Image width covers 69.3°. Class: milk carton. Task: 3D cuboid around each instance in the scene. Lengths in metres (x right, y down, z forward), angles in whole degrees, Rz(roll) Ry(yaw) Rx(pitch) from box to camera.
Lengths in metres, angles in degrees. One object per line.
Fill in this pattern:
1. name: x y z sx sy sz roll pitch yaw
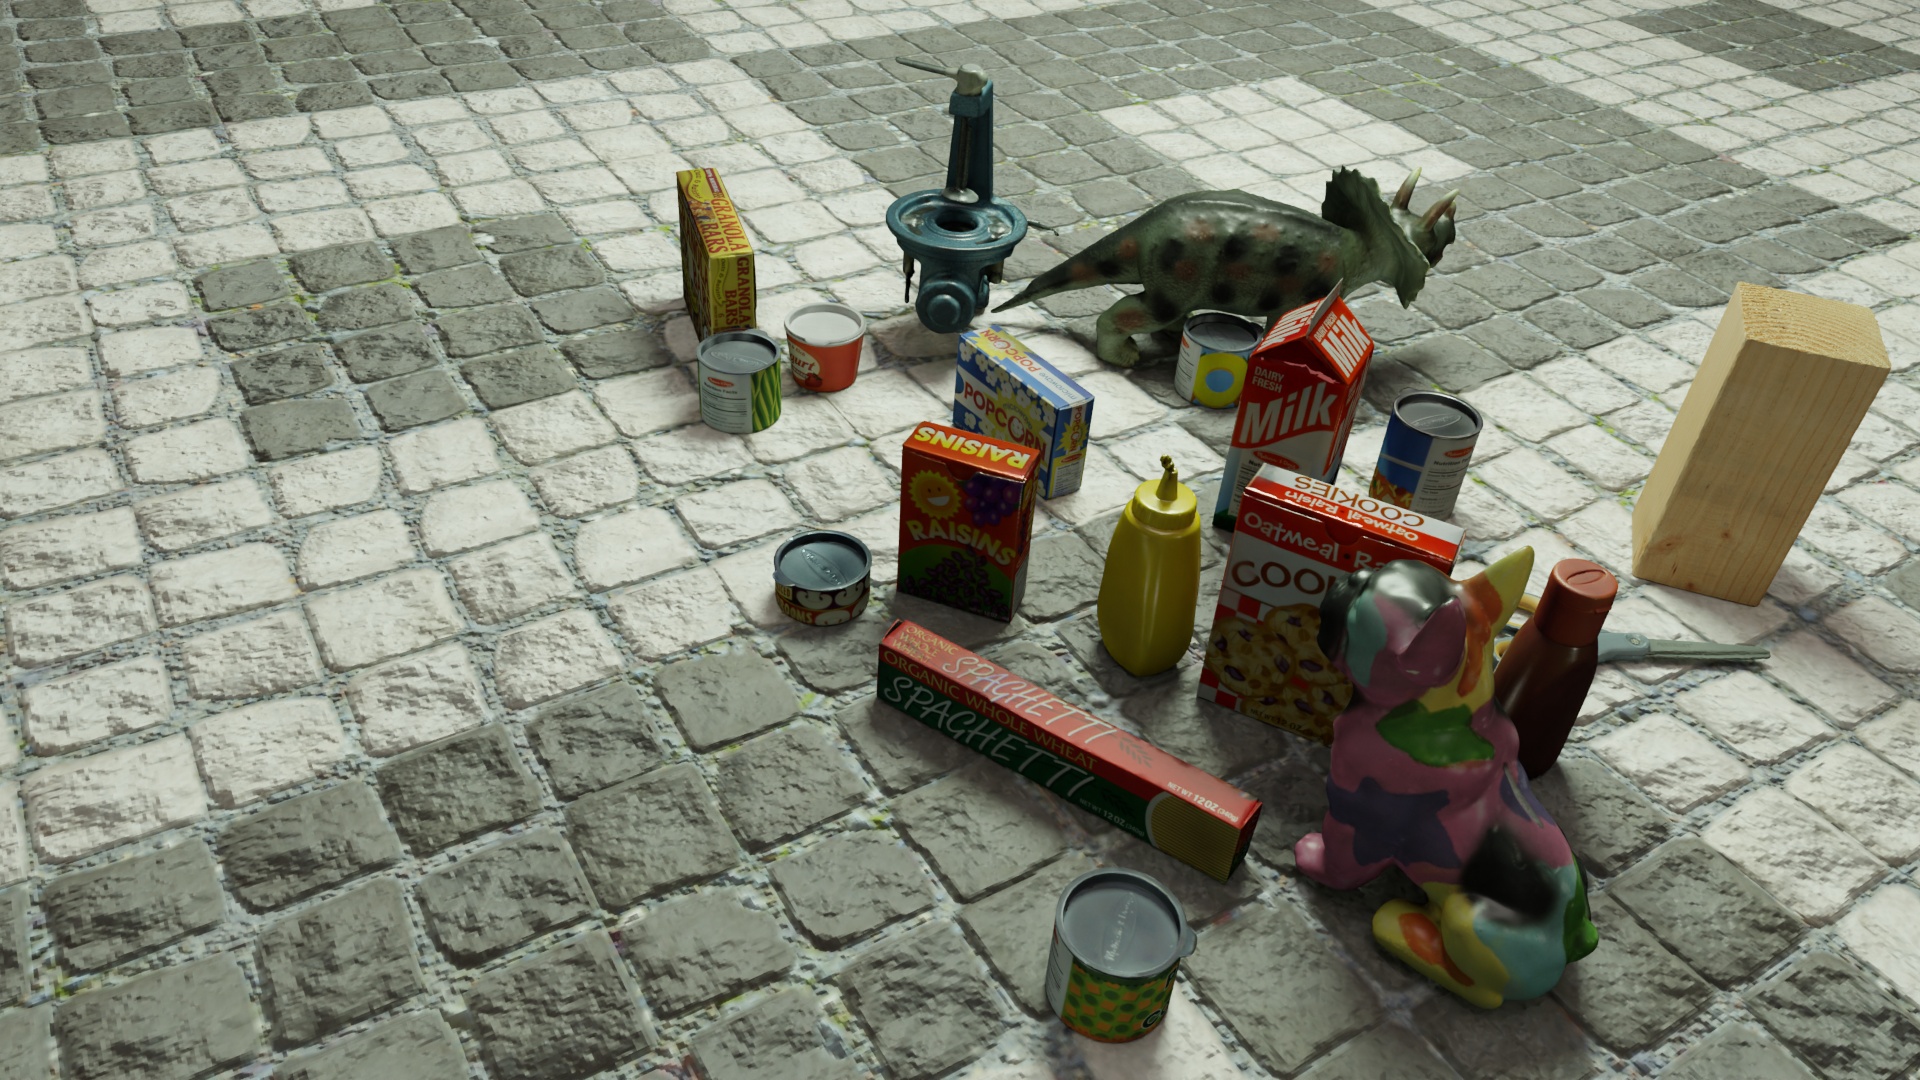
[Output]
1. milk carton: 0.243 -0.091 1.001 0.073 0.189 0.073 21 41 20

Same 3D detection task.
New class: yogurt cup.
1. yogurt cup: -0.113 -0.161 1.162 0.072 0.053 0.073 3 38 -2

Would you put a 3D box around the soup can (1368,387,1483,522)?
1. soup can: 0.353 -0.064 1.064 0.071 0.083 0.072 3 38 -2

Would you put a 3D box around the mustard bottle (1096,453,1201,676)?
1. mustard bottle: 0.124 0.012 0.882 0.049 0.159 0.065 -16 42 -24

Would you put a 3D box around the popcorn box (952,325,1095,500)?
1. popcorn box: 0.047 -0.101 1.077 0.038 0.084 0.127 -21 45 -29

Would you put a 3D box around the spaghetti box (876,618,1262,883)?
1. spaghetti box: 0.056 0.121 0.825 0.250 0.049 0.029 25 42 24

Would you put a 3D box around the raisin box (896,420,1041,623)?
1. raisin box: 0.003 -0.012 0.929 0.086 0.122 0.040 16 40 15

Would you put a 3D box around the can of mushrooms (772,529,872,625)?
1. can of mushrooms: -0.095 0.026 0.943 0.071 0.033 0.071 3 38 -2

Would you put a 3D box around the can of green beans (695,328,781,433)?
1. can of green beans: -0.176 -0.126 1.109 0.071 0.057 0.071 3 38 -2

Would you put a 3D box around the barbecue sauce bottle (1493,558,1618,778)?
1. barbecue sauce bottle: 0.350 0.079 0.830 0.065 0.147 0.044 -12 41 -20

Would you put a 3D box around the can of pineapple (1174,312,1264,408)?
1. can of pineapple: 0.221 -0.153 1.185 0.071 0.057 0.071 3 38 -2

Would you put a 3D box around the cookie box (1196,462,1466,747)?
1. cookie box: 0.219 0.047 0.842 0.123 0.166 0.040 20 41 19

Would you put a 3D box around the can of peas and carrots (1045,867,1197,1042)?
1. can of peas and carrots: 0.081 0.211 0.706 0.071 0.058 0.071 3 38 -2

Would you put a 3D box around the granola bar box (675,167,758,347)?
1. granola bar box: -0.206 -0.224 1.176 0.039 0.123 0.166 -9 40 -16
